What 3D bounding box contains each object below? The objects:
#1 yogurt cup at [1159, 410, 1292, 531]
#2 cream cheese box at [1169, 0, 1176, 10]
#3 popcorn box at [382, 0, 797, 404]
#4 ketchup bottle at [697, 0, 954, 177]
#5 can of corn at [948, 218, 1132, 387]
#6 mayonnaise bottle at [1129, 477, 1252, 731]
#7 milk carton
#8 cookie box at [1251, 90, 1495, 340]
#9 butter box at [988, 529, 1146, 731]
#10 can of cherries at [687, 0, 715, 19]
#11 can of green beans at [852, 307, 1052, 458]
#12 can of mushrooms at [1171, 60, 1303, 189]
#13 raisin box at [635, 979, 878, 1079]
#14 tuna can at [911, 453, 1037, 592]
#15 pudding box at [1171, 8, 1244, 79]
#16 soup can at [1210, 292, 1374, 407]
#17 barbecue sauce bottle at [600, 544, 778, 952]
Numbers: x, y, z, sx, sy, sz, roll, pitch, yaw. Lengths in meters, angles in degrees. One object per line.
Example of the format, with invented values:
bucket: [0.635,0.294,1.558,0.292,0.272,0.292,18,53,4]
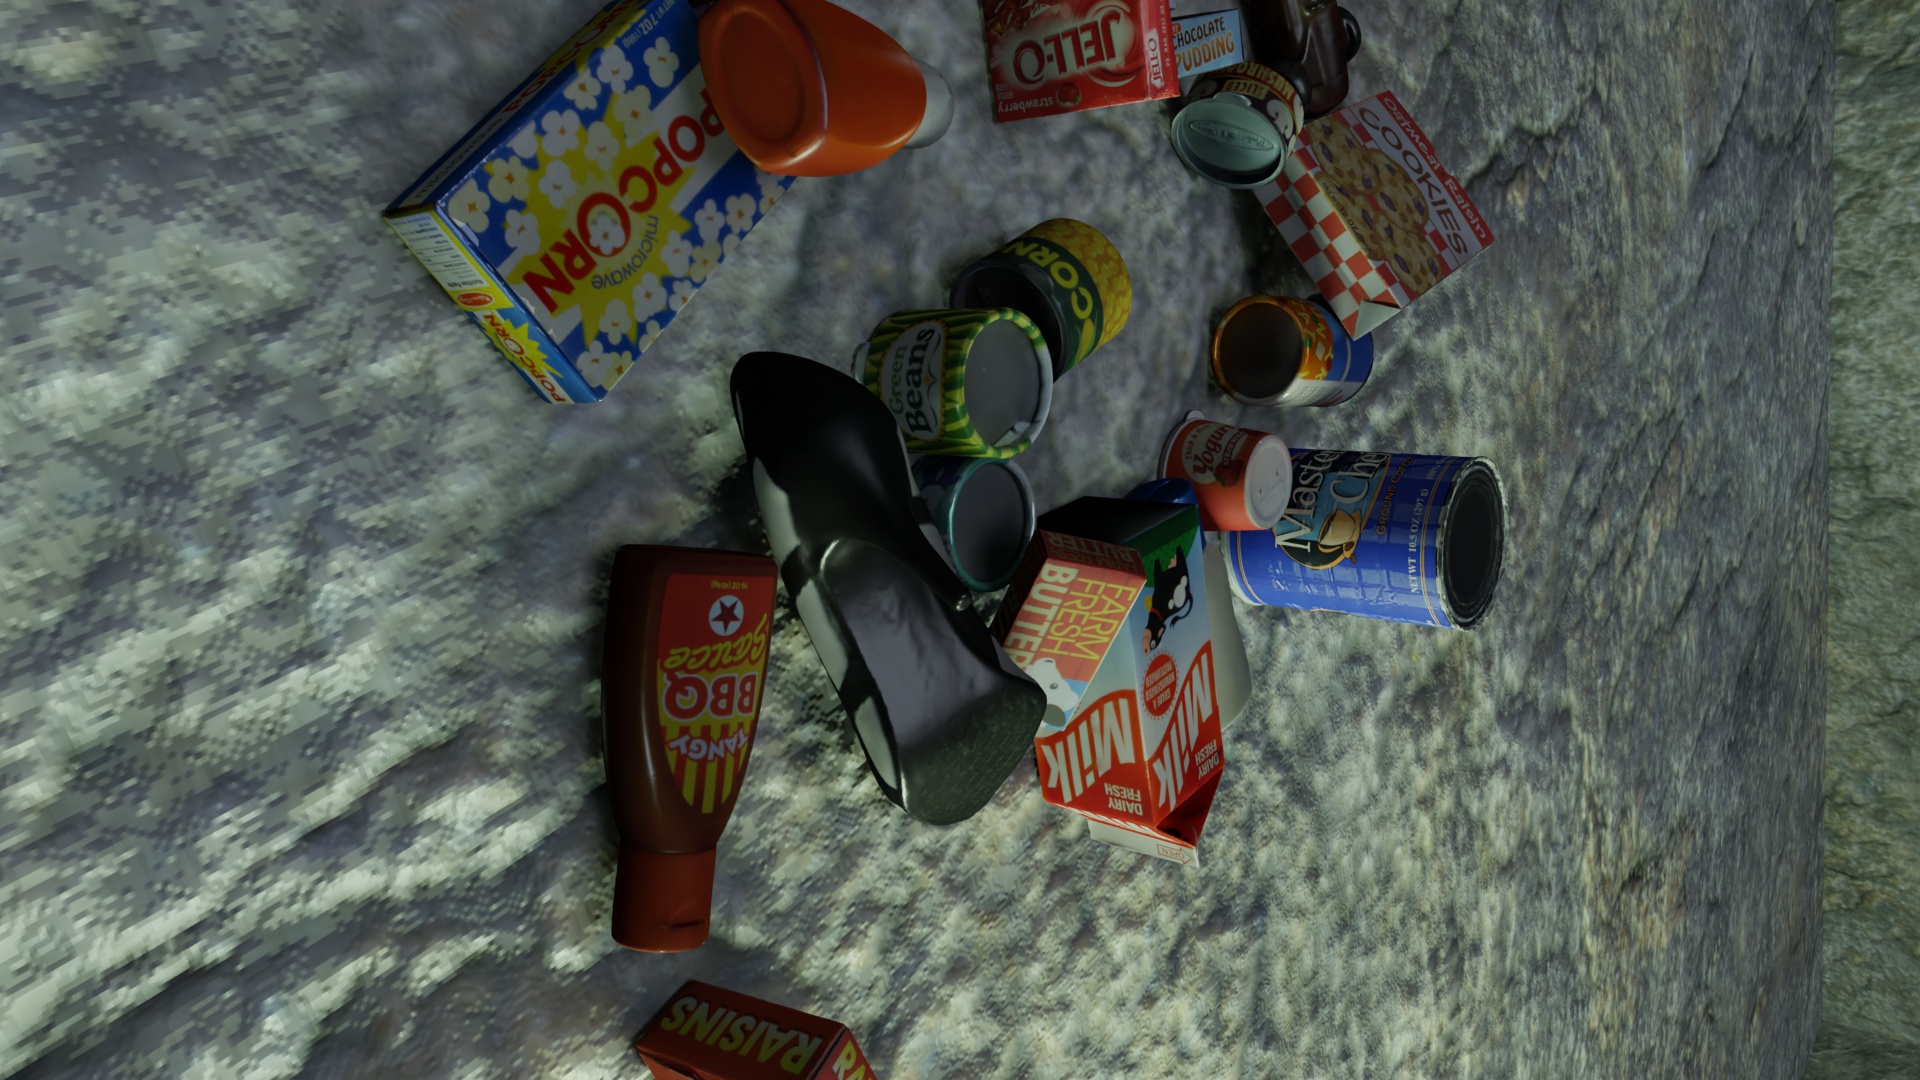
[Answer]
yogurt cup: [0.155,-0.036,0.802,0.072,0.054,0.072,-10,103,-48]
cream cheese box: [0.084,-0.323,0.707,0.053,0.024,0.103,-19,108,-45]
popcorn box: [-0.124,-0.120,0.484,0.127,0.038,0.085,-57,132,-28]
ketchup bottle: [-0.042,-0.171,0.531,0.064,0.043,0.149,67,23,-5]
can of corn: [0.039,-0.112,0.647,0.058,0.071,0.071,-40,123,-40]
mayonnaise bottle: [0.129,0.037,0.792,0.065,0.041,0.147,-37,120,-41]
milk carton: [0.084,0.078,0.721,0.074,0.072,0.190,-25,113,-45]
cookie box: [0.257,-0.207,0.860,0.168,0.040,0.123,-33,88,-45]
butter box: [0.043,0.043,0.651,0.053,0.024,0.103,11,126,-17]
can of cherries: [-0.088,-0.226,0.496,0.072,0.058,0.071,-8,100,-48]
can of green beans: [-0.001,-0.070,0.615,0.071,0.058,0.071,-8,101,-48]
can of mushrooms: [0.153,-0.230,0.764,0.071,0.071,0.033,49,59,-40]
raisin box: [-0.066,0.239,0.558,0.040,0.086,0.123,-49,129,-41]
tuna can: [0.002,-0.008,0.646,0.071,0.033,0.071,-8,100,-49]
pudding box: [0.104,-0.255,0.720,0.084,0.049,0.030,-28,117,-43]
soup can: [0.199,-0.116,0.834,0.084,0.071,0.071,-6,99,-48]
barbecue sauce bottle: [-0.106,0.077,0.524,0.065,0.043,0.148,5,91,-48]
